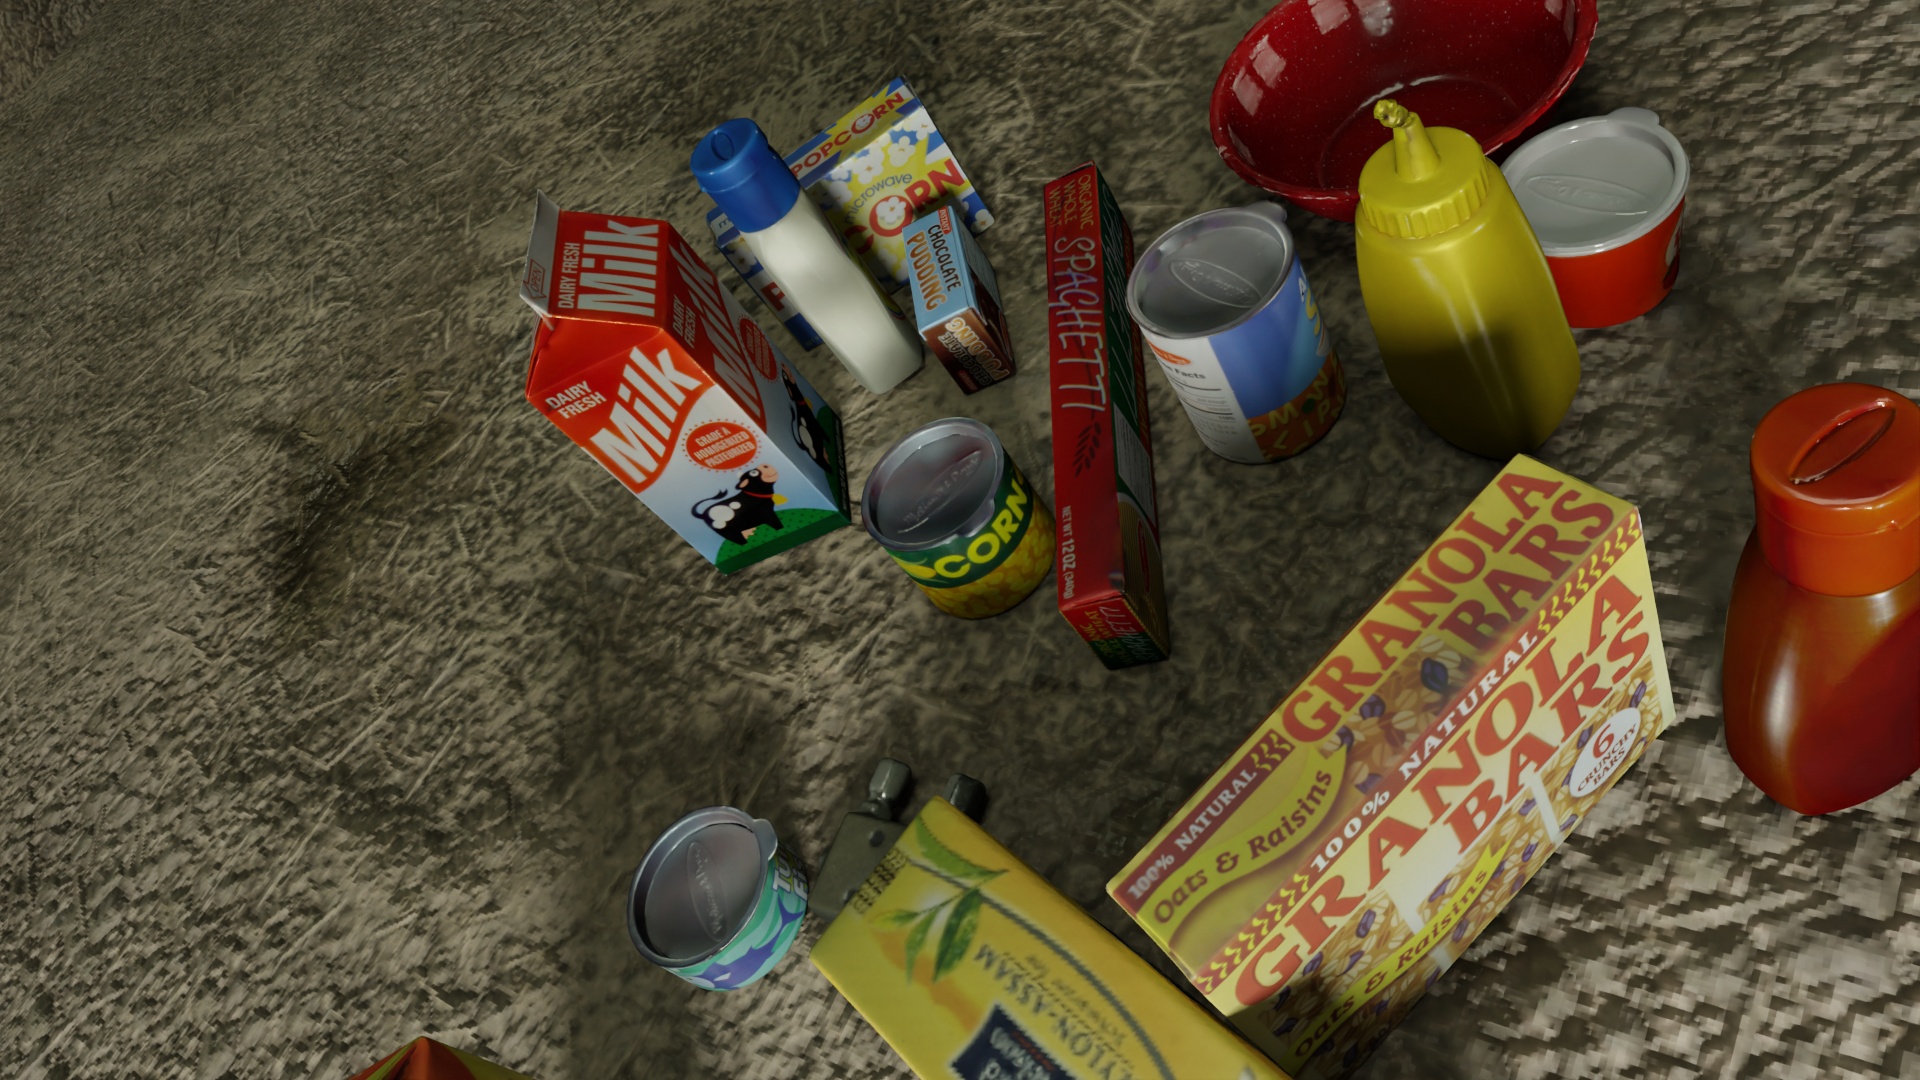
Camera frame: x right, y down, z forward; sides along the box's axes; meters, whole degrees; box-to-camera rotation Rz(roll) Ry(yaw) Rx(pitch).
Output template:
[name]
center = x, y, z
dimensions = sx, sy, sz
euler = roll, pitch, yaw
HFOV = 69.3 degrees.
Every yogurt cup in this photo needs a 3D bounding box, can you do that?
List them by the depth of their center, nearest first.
[yogurt cup]
center = 0.239, -0.117, 0.525
dimensions = 0.072, 0.053, 0.073
euler = -17, 50, 21

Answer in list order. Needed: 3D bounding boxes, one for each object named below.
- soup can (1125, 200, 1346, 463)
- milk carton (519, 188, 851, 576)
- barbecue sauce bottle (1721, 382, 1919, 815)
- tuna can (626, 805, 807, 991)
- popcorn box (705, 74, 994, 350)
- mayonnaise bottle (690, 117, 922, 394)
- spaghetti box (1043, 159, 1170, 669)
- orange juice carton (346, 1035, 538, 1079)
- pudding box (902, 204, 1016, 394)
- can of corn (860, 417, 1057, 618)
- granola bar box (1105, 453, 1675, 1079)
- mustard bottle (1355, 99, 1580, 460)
[soup can]
center = 0.114, -0.082, 0.555
dimensions = 0.071, 0.083, 0.072
euler = -17, 50, 21
[milk carton]
center = -0.129, -0.070, 0.623
dimensions = 0.073, 0.190, 0.073
euler = -23, 48, 16
[barbecue sauce bottle]
center = 0.230, 0.018, 0.362
dimensions = 0.065, 0.148, 0.044
euler = -38, 46, 2
[tuna can]
center = -0.094, 0.140, 0.551
dimensions = 0.071, 0.032, 0.071
euler = -17, 50, 21
[popcorn box]
center = -0.057, -0.168, 0.725
dimensions = 0.126, 0.085, 0.038
euler = -34, 46, 6
[mayonnaise bottle]
center = -0.072, -0.136, 0.666
dimensions = 0.041, 0.147, 0.065
euler = -35, 46, 5
[spaghetti box]
center = 0.060, -0.064, 0.598
dimensions = 0.028, 0.050, 0.251
euler = -16, 50, 21
[orange juice carton]
center = -0.152, 0.213, 0.421
dimensions = 0.072, 0.192, 0.073
euler = -31, 46, 9
[pudding box]
center = -0.001, -0.119, 0.678
dimensions = 0.030, 0.049, 0.084
euler = -24, 48, 15
[can of corn]
center = 0.002, -0.007, 0.586
dimensions = 0.071, 0.058, 0.071
euler = -17, 50, 21
[granola bar box]
center = 0.131, 0.073, 0.400
dimensions = 0.166, 0.124, 0.039
euler = -45, 46, -5
[mustard bottle]
center = 0.169, -0.092, 0.475
dimensions = 0.049, 0.159, 0.065
euler = -47, 46, -6
